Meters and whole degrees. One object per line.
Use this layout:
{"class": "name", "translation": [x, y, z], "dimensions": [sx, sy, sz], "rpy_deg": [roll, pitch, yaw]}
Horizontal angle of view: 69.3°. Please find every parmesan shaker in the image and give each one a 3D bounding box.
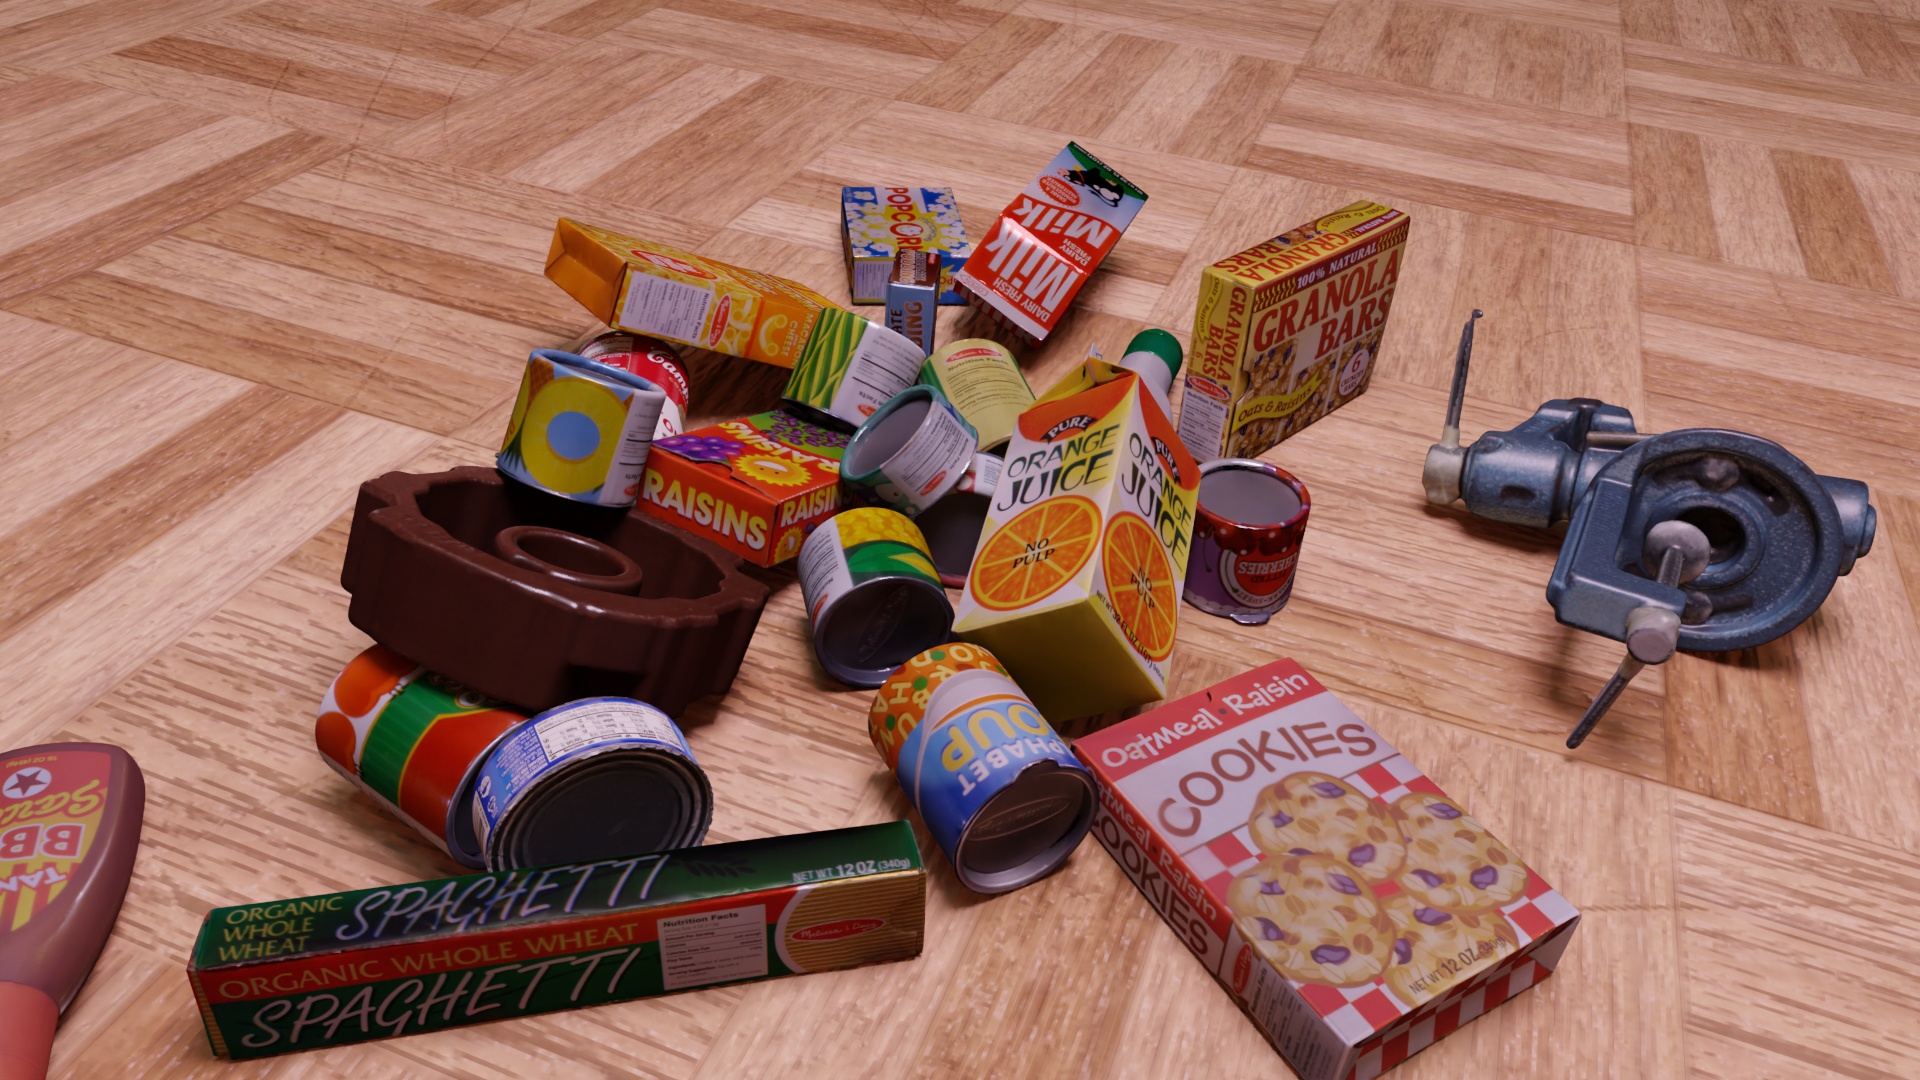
{"class": "parmesan shaker", "translation": [0.014, -0.059, 0.783], "dimensions": [0.071, 0.071, 0.103], "rpy_deg": [-6, 38, -14]}

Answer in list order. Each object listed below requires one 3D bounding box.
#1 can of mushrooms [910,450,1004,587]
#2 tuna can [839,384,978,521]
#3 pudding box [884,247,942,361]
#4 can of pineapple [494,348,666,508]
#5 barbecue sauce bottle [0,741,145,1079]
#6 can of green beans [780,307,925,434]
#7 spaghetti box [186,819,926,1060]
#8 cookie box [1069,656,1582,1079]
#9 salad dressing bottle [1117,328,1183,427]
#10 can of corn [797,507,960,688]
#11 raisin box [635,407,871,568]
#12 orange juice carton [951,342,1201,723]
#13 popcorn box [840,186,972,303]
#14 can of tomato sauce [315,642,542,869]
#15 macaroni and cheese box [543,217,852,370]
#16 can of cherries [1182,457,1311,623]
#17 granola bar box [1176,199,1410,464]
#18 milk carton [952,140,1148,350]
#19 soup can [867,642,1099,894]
{"class": "can of mushrooms", "translation": [0.003, -0.009, 0.714], "dimensions": [0.071, 0.070, 0.034], "rpy_deg": [5, 37, 0]}
{"class": "tuna can", "translation": [-0.027, -0.044, 0.693], "dimensions": [0.071, 0.032, 0.071], "rpy_deg": [-33, 29, 21]}
{"class": "pudding box", "translation": [-0.031, -0.132, 0.860], "dimensions": [0.030, 0.083, 0.050], "rpy_deg": [7, 35, 2]}
{"class": "can of pineapple", "translation": [-0.181, -0.054, 0.659], "dimensions": [0.071, 0.057, 0.071], "rpy_deg": [19, 9, -3]}
{"class": "barbecue sauce bottle", "translation": [-0.334, 0.138, 0.493], "dimensions": [0.065, 0.043, 0.149], "rpy_deg": [-7, 38, -17]}
{"class": "can of green beans", "translation": [-0.060, -0.092, 0.787], "dimensions": [0.071, 0.058, 0.071], "rpy_deg": [23, -4, 2]}
{"class": "spaghetti box", "translation": [-0.137, 0.143, 0.503], "dimensions": [0.250, 0.049, 0.029], "rpy_deg": [-5, 35, -13]}
{"class": "cookie box", "translation": [0.140, 0.126, 0.565], "dimensions": [0.123, 0.040, 0.168], "rpy_deg": [-17, 41, -27]}
{"class": "salad dressing bottle", "translation": [0.104, -0.083, 0.844], "dimensions": [0.064, 0.043, 0.148], "rpy_deg": [10, 35, 17]}
{"class": "can of corn", "translation": [-0.039, 0.027, 0.660], "dimensions": [0.071, 0.070, 0.058], "rpy_deg": [-6, 37, -14]}
{"class": "raisin box", "translation": [-0.095, -0.031, 0.725], "dimensions": [0.086, 0.040, 0.124], "rpy_deg": [23, 24, 22]}
{"class": "orange juice carton", "translation": [0.064, -0.012, 0.669], "dimensions": [0.073, 0.071, 0.194], "rpy_deg": [-17, 37, 32]}
{"class": "popcorn box", "translation": [-0.041, -0.217, 1.013], "dimensions": [0.085, 0.038, 0.127], "rpy_deg": [-1, 37, -9]}
{"class": "can of tomato sauce", "translation": [-0.206, 0.082, 0.562], "dimensions": [0.083, 0.070, 0.071], "rpy_deg": [25, 41, 26]}
{"class": "macaroni and cheese box", "translation": [-0.148, -0.142, 0.833], "dimensions": [0.166, 0.040, 0.124], "rpy_deg": [10, 17, -37]}
{"class": "can of cherries", "translation": [0.146, -0.001, 0.723], "dimensions": [0.071, 0.058, 0.072], "rpy_deg": [3, 36, -2]}
{"class": "granola bar box", "translation": [0.203, -0.126, 0.845], "dimensions": [0.166, 0.123, 0.039], "rpy_deg": [-28, 46, -36]}
{"class": "milk carton", "translation": [0.058, -0.197, 0.950], "dimensions": [0.072, 0.073, 0.191], "rpy_deg": [35, 40, -1]}
{"class": "soup can", "translation": [0.008, 0.090, 0.573], "dimensions": [0.071, 0.071, 0.084], "rpy_deg": [-15, 40, -24]}
